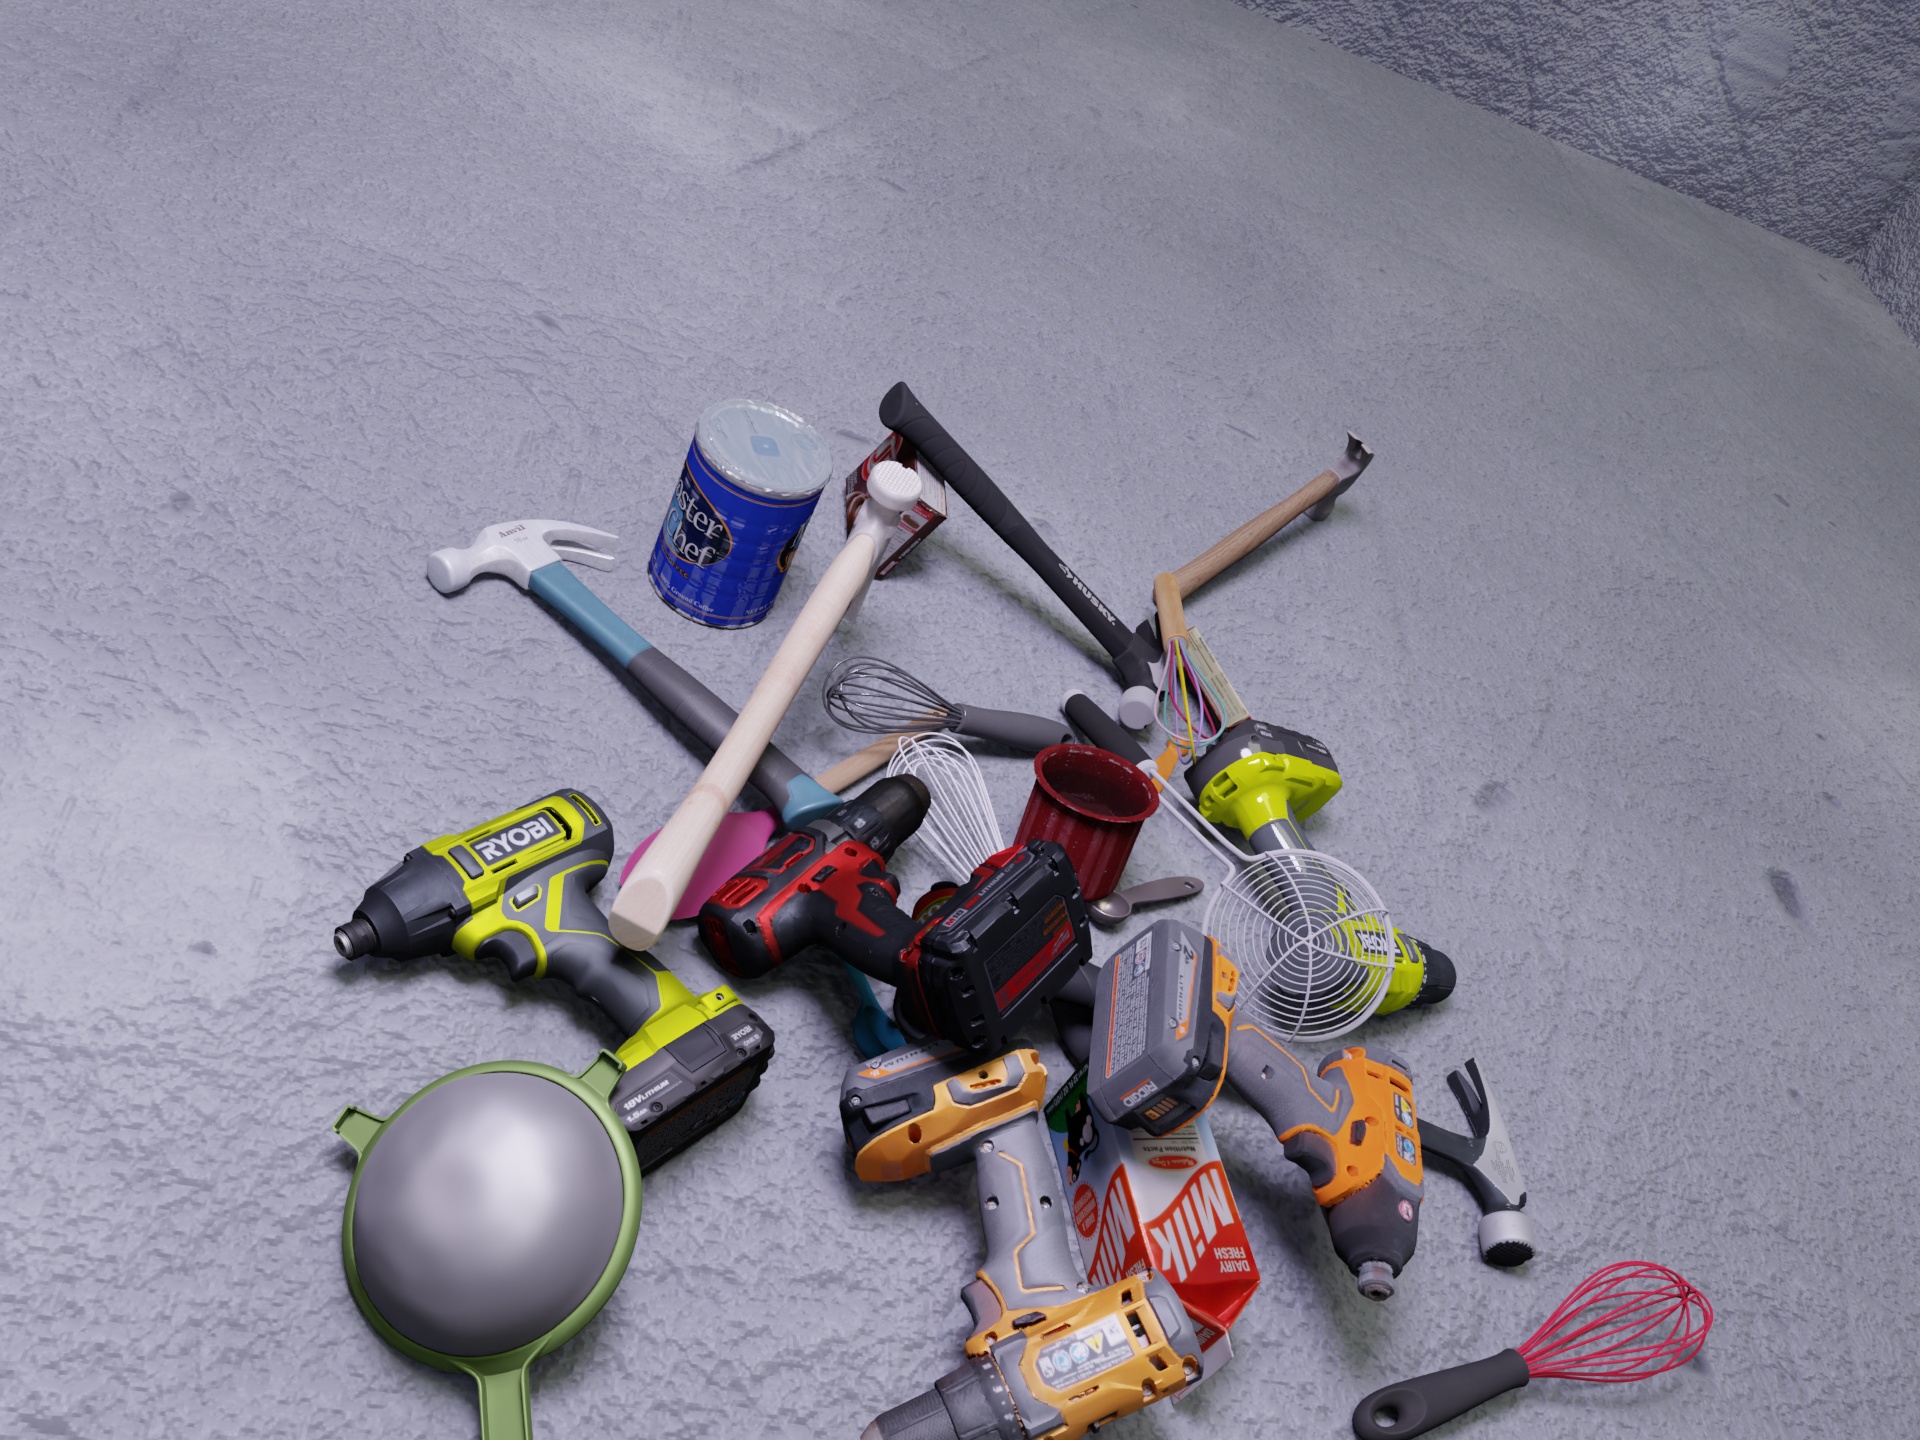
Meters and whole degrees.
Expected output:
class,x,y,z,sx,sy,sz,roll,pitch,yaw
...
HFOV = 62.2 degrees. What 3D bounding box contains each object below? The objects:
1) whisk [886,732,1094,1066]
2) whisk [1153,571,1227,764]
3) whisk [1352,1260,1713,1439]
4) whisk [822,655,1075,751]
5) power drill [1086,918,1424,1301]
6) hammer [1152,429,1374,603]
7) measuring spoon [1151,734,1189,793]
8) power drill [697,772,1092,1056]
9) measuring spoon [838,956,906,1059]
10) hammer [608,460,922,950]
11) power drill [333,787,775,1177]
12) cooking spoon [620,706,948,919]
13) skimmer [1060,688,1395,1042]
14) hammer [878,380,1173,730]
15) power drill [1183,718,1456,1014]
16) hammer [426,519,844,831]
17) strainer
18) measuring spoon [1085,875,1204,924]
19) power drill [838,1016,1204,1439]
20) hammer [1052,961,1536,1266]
class,x,y,z,sx,sy,sz,roll,pitch,yaw
whisk,0.031,0.125,1.094,0.070,0.070,0.285,-14,63,-39
whisk,0.177,-0.052,1.284,0.047,0.051,0.245,45,26,-28
whisk,0.367,0.406,1.012,0.295,0.073,0.073,-7,53,-26
whisk,-0.002,-0.005,1.183,0.238,0.055,0.055,12,43,-39
power drill,0.186,0.236,0.951,0.226,0.084,0.164,33,37,-17
hammer,0.293,-0.187,1.521,0.031,0.130,0.331,47,52,12
measuring spoon,0.159,0.042,1.277,0.021,0.011,0.117,36,42,6
power drill,-0.029,0.104,0.976,0.227,0.080,0.188,10,37,42
measuring spoon,-0.072,0.170,1.017,0.042,0.021,0.129,37,16,-50
hammer,-0.125,-0.007,1.030,0.038,0.146,0.411,28,44,-3
power drill,-0.229,0.150,0.904,0.223,0.080,0.171,43,43,19
cooking spoon,-0.108,0.055,1.106,0.069,0.017,0.319,40,43,17
skimmer,0.173,0.088,1.161,0.127,0.090,0.364,-34,37,-5
hammer,0.057,-0.146,1.304,0.334,0.035,0.146,46,33,-13
power drill,0.278,0.120,1.213,0.190,0.080,0.229,14,43,-41
hammer,-0.214,-0.034,1.107,0.331,0.033,0.128,39,42,16
strainer,-0.225,0.280,0.746,0.151,0.069,0.257,-12,65,-2
measuring spoon,0.138,0.133,1.177,0.124,0.018,0.034,-6,38,-42
power drill,0.003,0.293,0.875,0.185,0.084,0.226,-20,57,-13
hammer,0.214,0.232,1.075,0.408,0.036,0.149,26,39,-15
